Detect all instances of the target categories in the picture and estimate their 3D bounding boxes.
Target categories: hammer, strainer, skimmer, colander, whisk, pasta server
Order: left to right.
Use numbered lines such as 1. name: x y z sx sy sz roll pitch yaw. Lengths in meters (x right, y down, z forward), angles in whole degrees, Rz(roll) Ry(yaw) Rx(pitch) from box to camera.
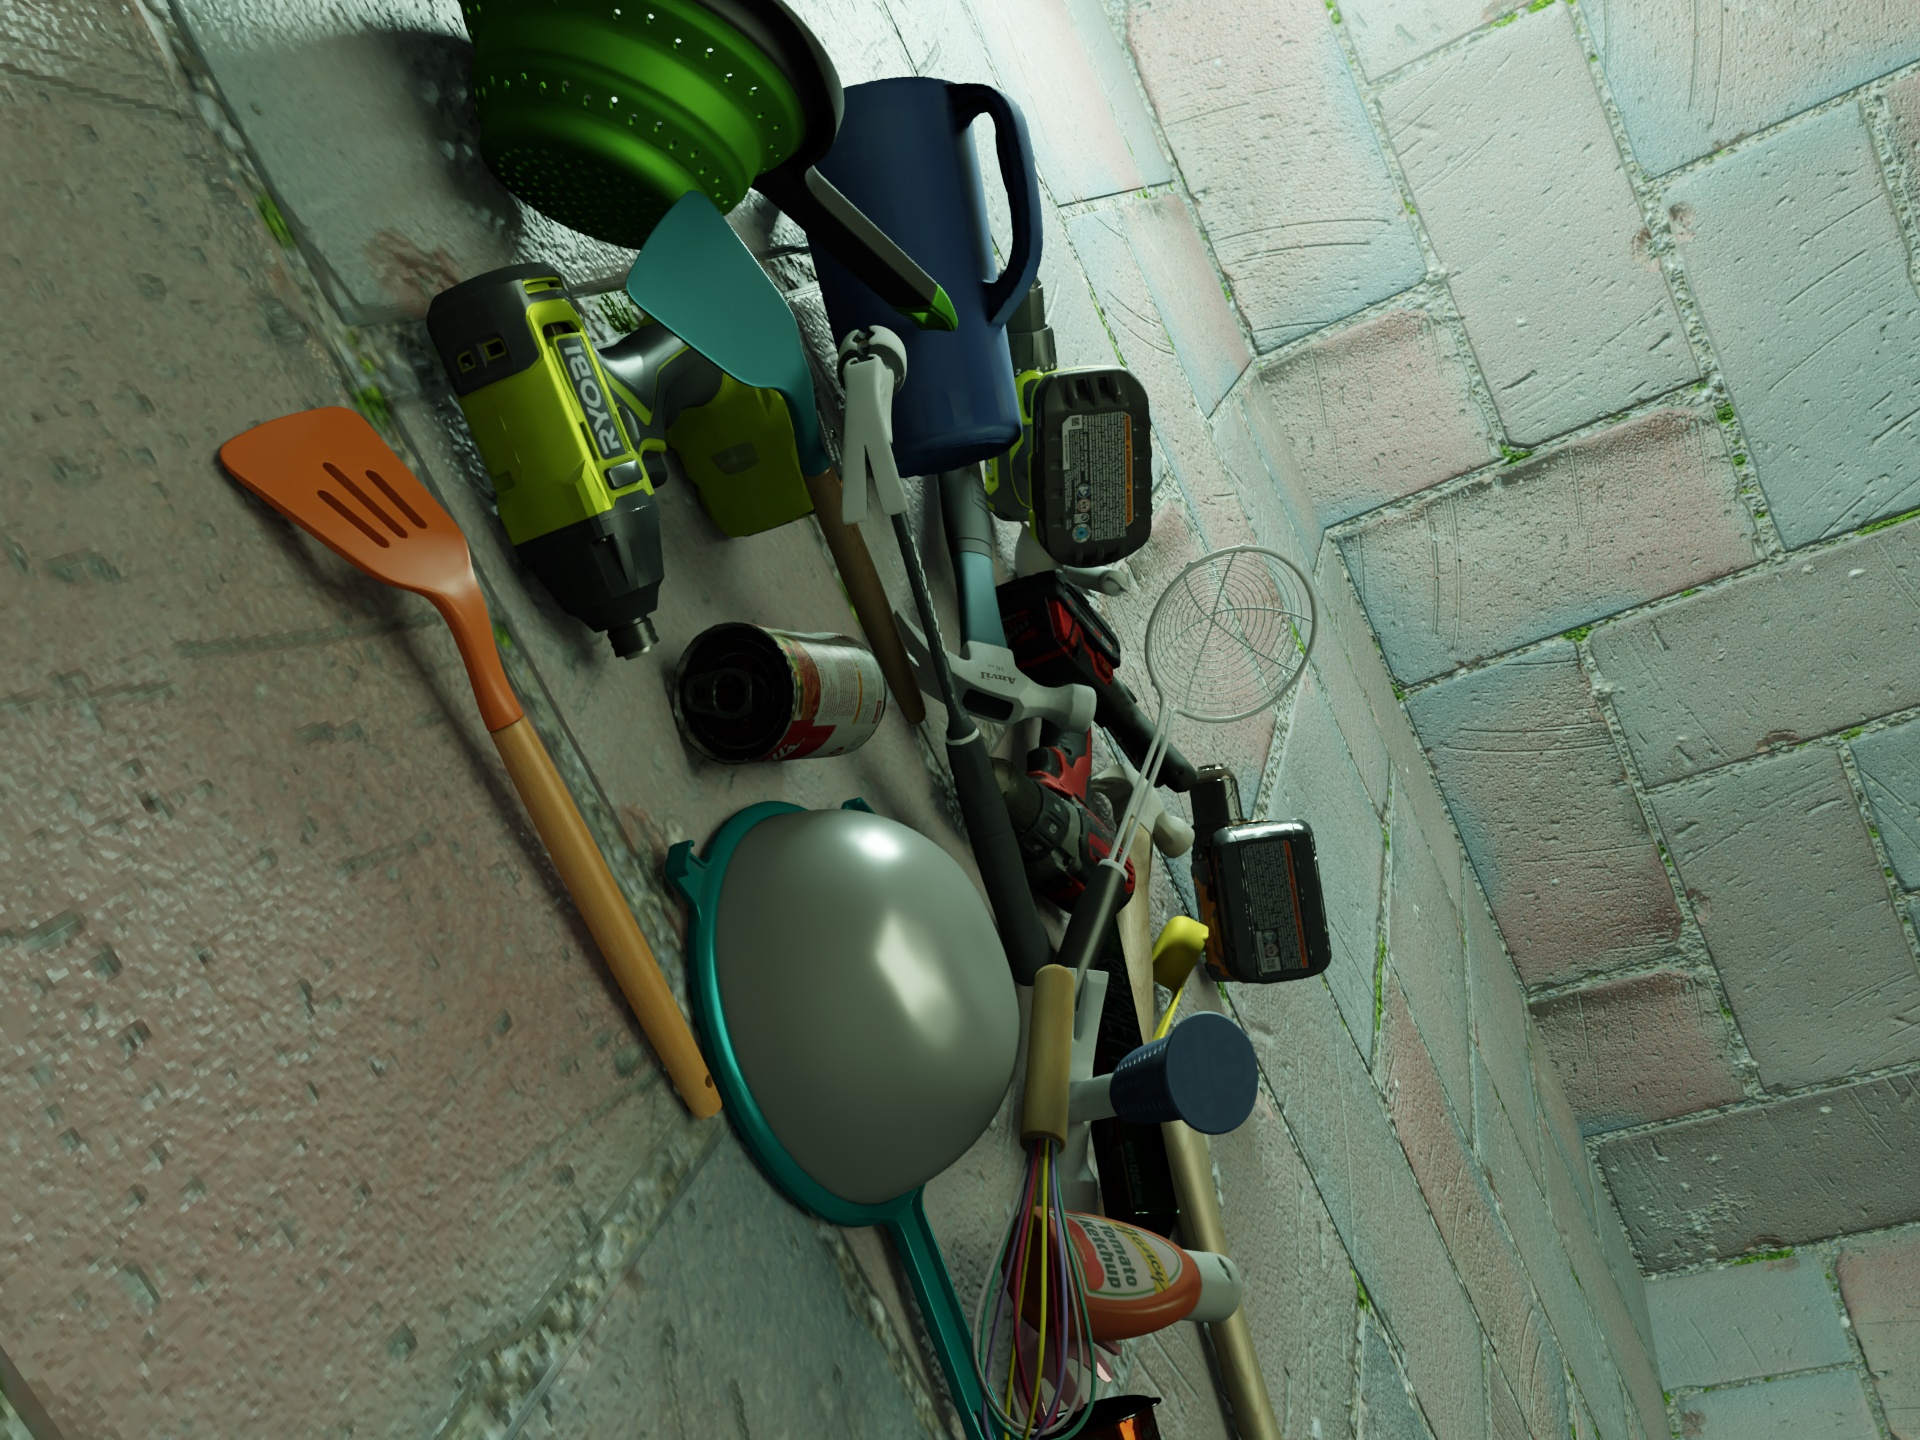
1. colander: -0.124 -0.271 0.838 0.396 0.205 0.094 28 77 -54
2. strainer: -0.009 0.187 0.761 0.211 0.095 0.340 -9 77 -67
3. hammer: -0.001 -0.003 0.882 0.149 0.036 0.408 -92 169 -54
4. hammer: 0.008 -0.114 1.084 0.128 0.033 0.331 10 39 -14
5. whisk: 0.038 0.210 0.720 0.245 0.051 0.047 -81 159 -47
6. strainer: 0.083 -0.113 1.208 0.086 0.050 0.258 45 -1 -15
7. pasta server: 0.086 0.313 0.942 0.040 0.060 0.316 53 18 4
8. hammer: 0.077 0.171 0.757 0.405 0.035 0.144 103 -9 -74
9. hammer: 0.122 0.157 1.141 0.130 0.031 0.332 44 32 -27
10. skimmer: 0.138 0.044 1.031 0.127 0.090 0.363 42 56 -26
11. hammer: 0.192 0.459 1.059 0.146 0.038 0.411 13 58 -62

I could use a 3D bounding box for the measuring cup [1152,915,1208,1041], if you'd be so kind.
1. measuring cup: 0.147 0.205 1.183 0.029 0.062 0.157 30 42 3

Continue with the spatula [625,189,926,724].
1. spatula: -0.074 -0.108 0.798 0.317 0.044 0.082 69 30 -44

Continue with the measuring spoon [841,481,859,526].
1. measuring spoon: -0.077 -0.136 1.009 0.021 0.011 0.117 7 67 -65

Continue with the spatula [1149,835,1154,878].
1. spatula: 0.132 0.156 1.210 0.059 0.018 0.316 54 27 -23

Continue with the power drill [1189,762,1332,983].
1. power drill: 0.228 0.121 1.279 0.226 0.084 0.185 88 -6 -84

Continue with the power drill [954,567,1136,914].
1. power drill: 0.052 0.008 1.089 0.187 0.080 0.227 42 37 -47

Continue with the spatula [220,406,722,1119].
1. spatula: -0.175 0.025 0.627 0.322 0.041 0.081 67 22 -16

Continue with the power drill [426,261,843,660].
1. power drill: -0.145 -0.133 0.766 0.171 0.080 0.223 70 25 -11

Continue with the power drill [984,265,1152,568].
1. power drill: 0.065 -0.220 1.155 0.229 0.080 0.190 -121 -155 -63
